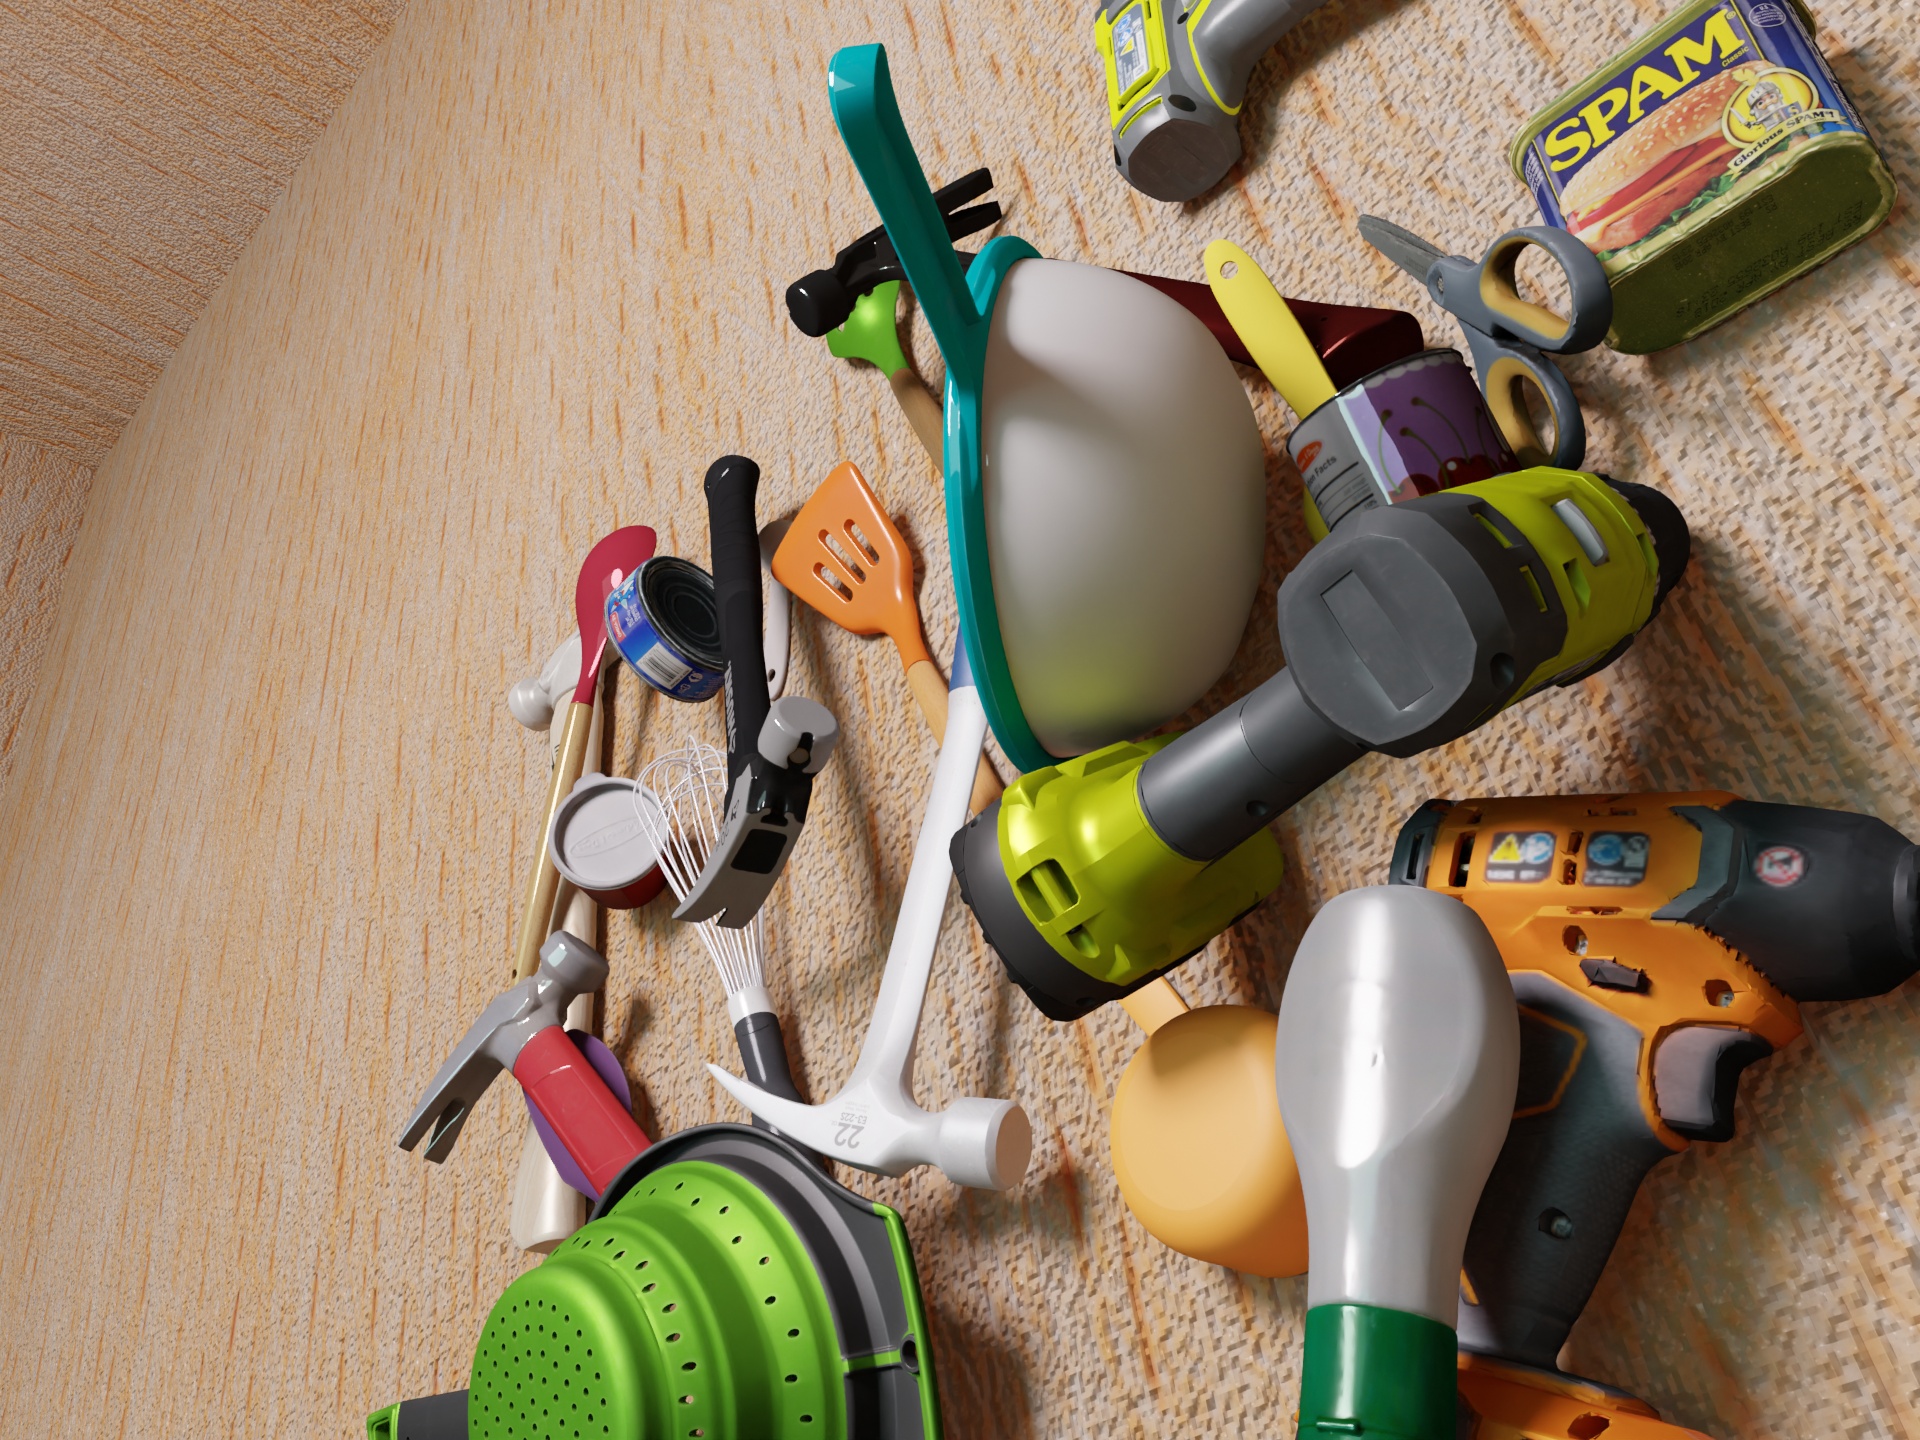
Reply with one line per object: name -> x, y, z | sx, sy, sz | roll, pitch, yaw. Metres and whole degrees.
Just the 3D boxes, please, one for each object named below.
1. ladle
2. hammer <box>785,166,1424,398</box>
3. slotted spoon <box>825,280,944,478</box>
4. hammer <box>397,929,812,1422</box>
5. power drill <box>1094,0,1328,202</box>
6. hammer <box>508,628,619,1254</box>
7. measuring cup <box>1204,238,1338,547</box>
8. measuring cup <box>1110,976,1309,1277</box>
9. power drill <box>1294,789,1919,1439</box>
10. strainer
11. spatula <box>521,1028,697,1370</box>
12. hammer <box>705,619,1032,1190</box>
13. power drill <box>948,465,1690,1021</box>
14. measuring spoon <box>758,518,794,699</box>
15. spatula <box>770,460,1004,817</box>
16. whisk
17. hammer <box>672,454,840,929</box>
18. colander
ladle -> -0.237, 0.016, 0.974 | 0.069, 0.031, 0.316 | -13, 62, 43
hammer -> 0.069, -0.206, 0.756 | 0.149, 0.036, 0.359 | -38, 39, -23
slotted spoon -> -0.024, -0.180, 0.887 | 0.070, 0.031, 0.314 | -48, 41, 20
hammer -> -0.146, 0.245, 0.738 | 0.143, 0.038, 0.387 | -52, 43, -5
power drill -> 0.155, -0.371, 0.744 | 0.223, 0.080, 0.171 | -31, 48, 40
hammer -> -0.229, 0.110, 0.960 | 0.146, 0.038, 0.411 | -34, 47, 32
measuring cup -> 0.133, -0.124, 0.606 | 0.062, 0.029, 0.157 | -34, 76, 20
measuring cup -> 0.074, 0.121, 0.574 | 0.095, 0.052, 0.174 | -56, 40, 12
power drill -> 0.181, 0.124, 0.423 | 0.164, 0.084, 0.227 | -7, 60, 49
strainer -> 0.051, -0.108, 0.558 | 0.095, 0.340, 0.211 | -2, 66, 16
spatula -> -0.150, 0.258, 0.772 | 0.060, 0.018, 0.316 | -46, 44, 1
hammer -> -0.001, -0.002, 0.712 | 0.144, 0.035, 0.406 | -2, 61, 31
power drill -> 0.119, 0.001, 0.513 | 0.228, 0.190, 0.080 | -42, 74, 40
measuring spoon -> -0.112, -0.068, 0.934 | 0.034, 0.018, 0.124 | -28, 51, 38
spatula -> -0.019, -0.011, 0.773 | 0.081, 0.041, 0.323 | -52, 40, 21
whisk -> -0.113, 0.119, 0.799 | 0.070, 0.070, 0.285 | -44, 46, 25
hammer -> -0.116, -0.039, 0.836 | 0.335, 0.035, 0.146 | -104, 34, -51
colander -> -0.179, 0.290, 0.657 | 0.397, 0.094, 0.205 | -27, 65, 38
